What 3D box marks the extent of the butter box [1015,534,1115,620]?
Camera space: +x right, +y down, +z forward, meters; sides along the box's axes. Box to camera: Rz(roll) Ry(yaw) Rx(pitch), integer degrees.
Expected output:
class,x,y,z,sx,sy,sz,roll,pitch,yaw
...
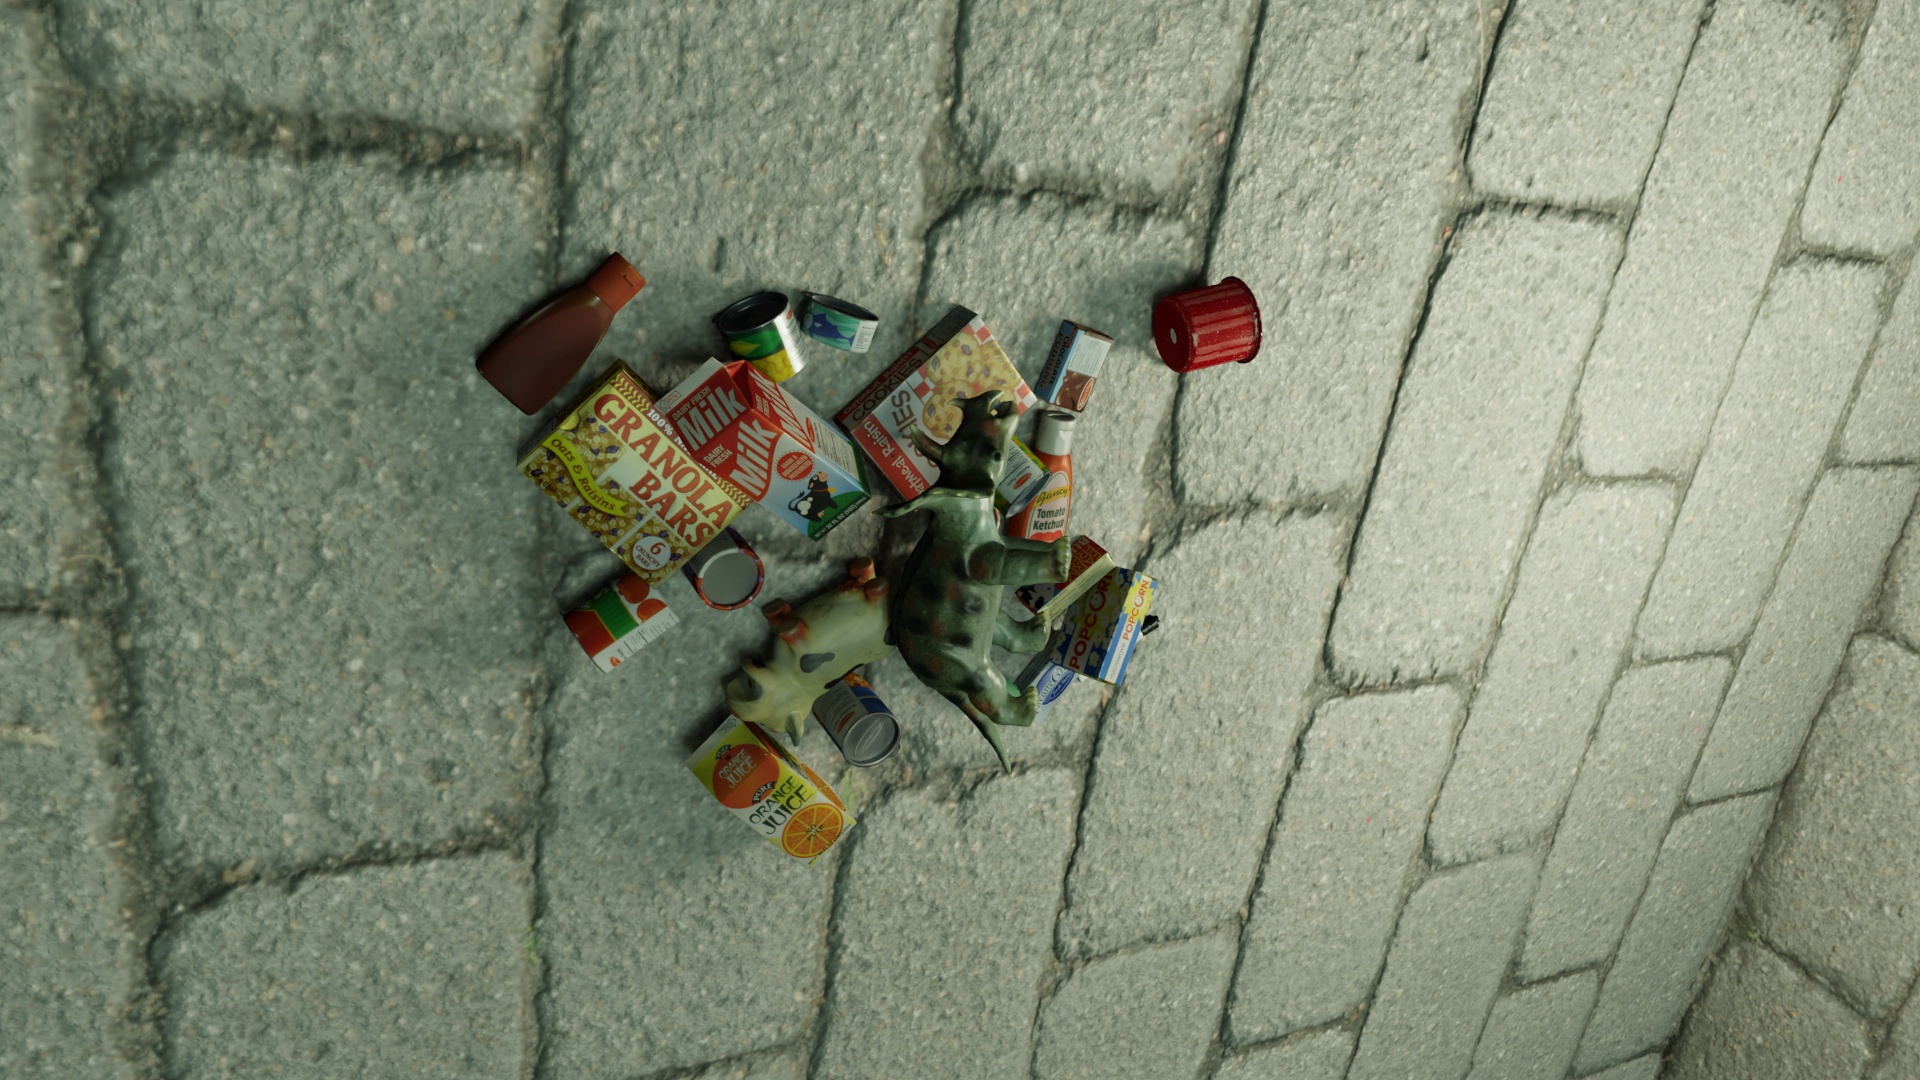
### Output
class,x,y,z,sx,sy,sz,roll,pitch,yaw
butter box,0.115,0.042,1.514,0.103,0.053,0.024,-40,125,-8

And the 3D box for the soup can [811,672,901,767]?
class,x,y,z,sx,sy,sz,roll,pitch,yaw
soup can,-0.107,0.186,1.437,0.071,0.084,0.071,-14,121,-24

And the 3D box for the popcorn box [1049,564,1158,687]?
class,x,y,z,sx,sy,sz,roll,pitch,yaw
popcorn box,0.156,0.089,1.524,0.038,0.085,0.126,23,85,-36

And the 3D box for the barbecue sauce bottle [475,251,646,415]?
class,x,y,z,sx,sy,sz,roll,pitch,yaw
barbecue sauce bottle,-0.324,-0.174,1.142,0.148,0.044,0.064,-45,129,-4

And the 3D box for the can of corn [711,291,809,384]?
class,x,y,z,sx,sy,sz,roll,pitch,yaw
can of corn,-0.175,-0.176,1.218,0.071,0.071,0.058,-30,127,-14

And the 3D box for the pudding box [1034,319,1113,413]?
class,x,y,z,sx,sy,sz,roll,pitch,yaw
pudding box,0.115,-0.177,1.413,0.050,0.030,0.083,11,109,-36

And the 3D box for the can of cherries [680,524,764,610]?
class,x,y,z,sx,sy,sz,roll,pitch,yaw
can of cherries,-0.222,0.026,1.299,0.072,0.058,0.071,-14,121,-24

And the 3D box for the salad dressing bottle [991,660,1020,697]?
class,x,y,z,sx,sy,sz,roll,pitch,yaw
salad dressing bottle,0.017,0.145,1.507,0.044,0.064,0.147,-38,136,6

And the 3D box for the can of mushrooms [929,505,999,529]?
class,x,y,z,sx,sy,sz,roll,pitch,yaw
can of mushrooms,0.005,-0.018,1.429,0.071,0.033,0.070,-14,121,-25

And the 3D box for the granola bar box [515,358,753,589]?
class,x,y,z,sx,sy,sz,roll,pitch,yaw
granola bar box,-0.279,-0.055,1.202,0.124,0.039,0.165,-42,116,4

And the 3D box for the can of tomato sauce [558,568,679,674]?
class,x,y,z,sx,sy,sz,roll,pitch,yaw
can of tomato sauce,-0.310,0.069,1.266,0.083,0.071,0.071,-36,128,-10

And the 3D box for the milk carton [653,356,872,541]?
class,x,y,z,sx,sy,sz,roll,pitch,yaw
milk carton,-0.169,-0.086,1.200,0.072,0.074,0.190,-37,131,19

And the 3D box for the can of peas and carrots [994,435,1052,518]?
class,x,y,z,sx,sy,sz,roll,pitch,yaw
can of peas and carrots,0.049,-0.065,1.400,0.071,0.059,0.070,-42,169,-10

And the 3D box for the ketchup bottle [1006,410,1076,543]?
class,x,y,z,sx,sy,sz,roll,pitch,yaw
ketchup bottle,0.089,-0.061,1.450,0.065,0.043,0.148,-5,117,-32

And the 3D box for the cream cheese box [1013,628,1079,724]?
class,x,y,z,sx,sy,sz,roll,pitch,yaw
cream cheese box,0.101,0.155,1.584,0.053,0.024,0.104,37,93,-37

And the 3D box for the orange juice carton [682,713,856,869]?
class,x,y,z,sx,sy,sz,roll,pitch,yaw
orange juice carton,-0.199,0.251,1.423,0.072,0.073,0.192,-44,128,-3

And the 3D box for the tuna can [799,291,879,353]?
class,x,y,z,sx,sy,sz,roll,pitch,yaw
tuna can,-0.112,-0.196,1.246,0.071,0.071,0.032,9,110,-34

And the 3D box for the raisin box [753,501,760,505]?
class,x,y,z,sx,sy,sz,roll,pitch,yaw
raisin box,-0.183,-0.079,1.280,0.123,0.040,0.086,22,101,-36

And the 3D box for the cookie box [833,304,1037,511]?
class,x,y,z,sx,sy,sz,roll,pitch,yaw
cookie box,-0.023,-0.127,1.350,0.167,0.040,0.122,-43,128,-6
